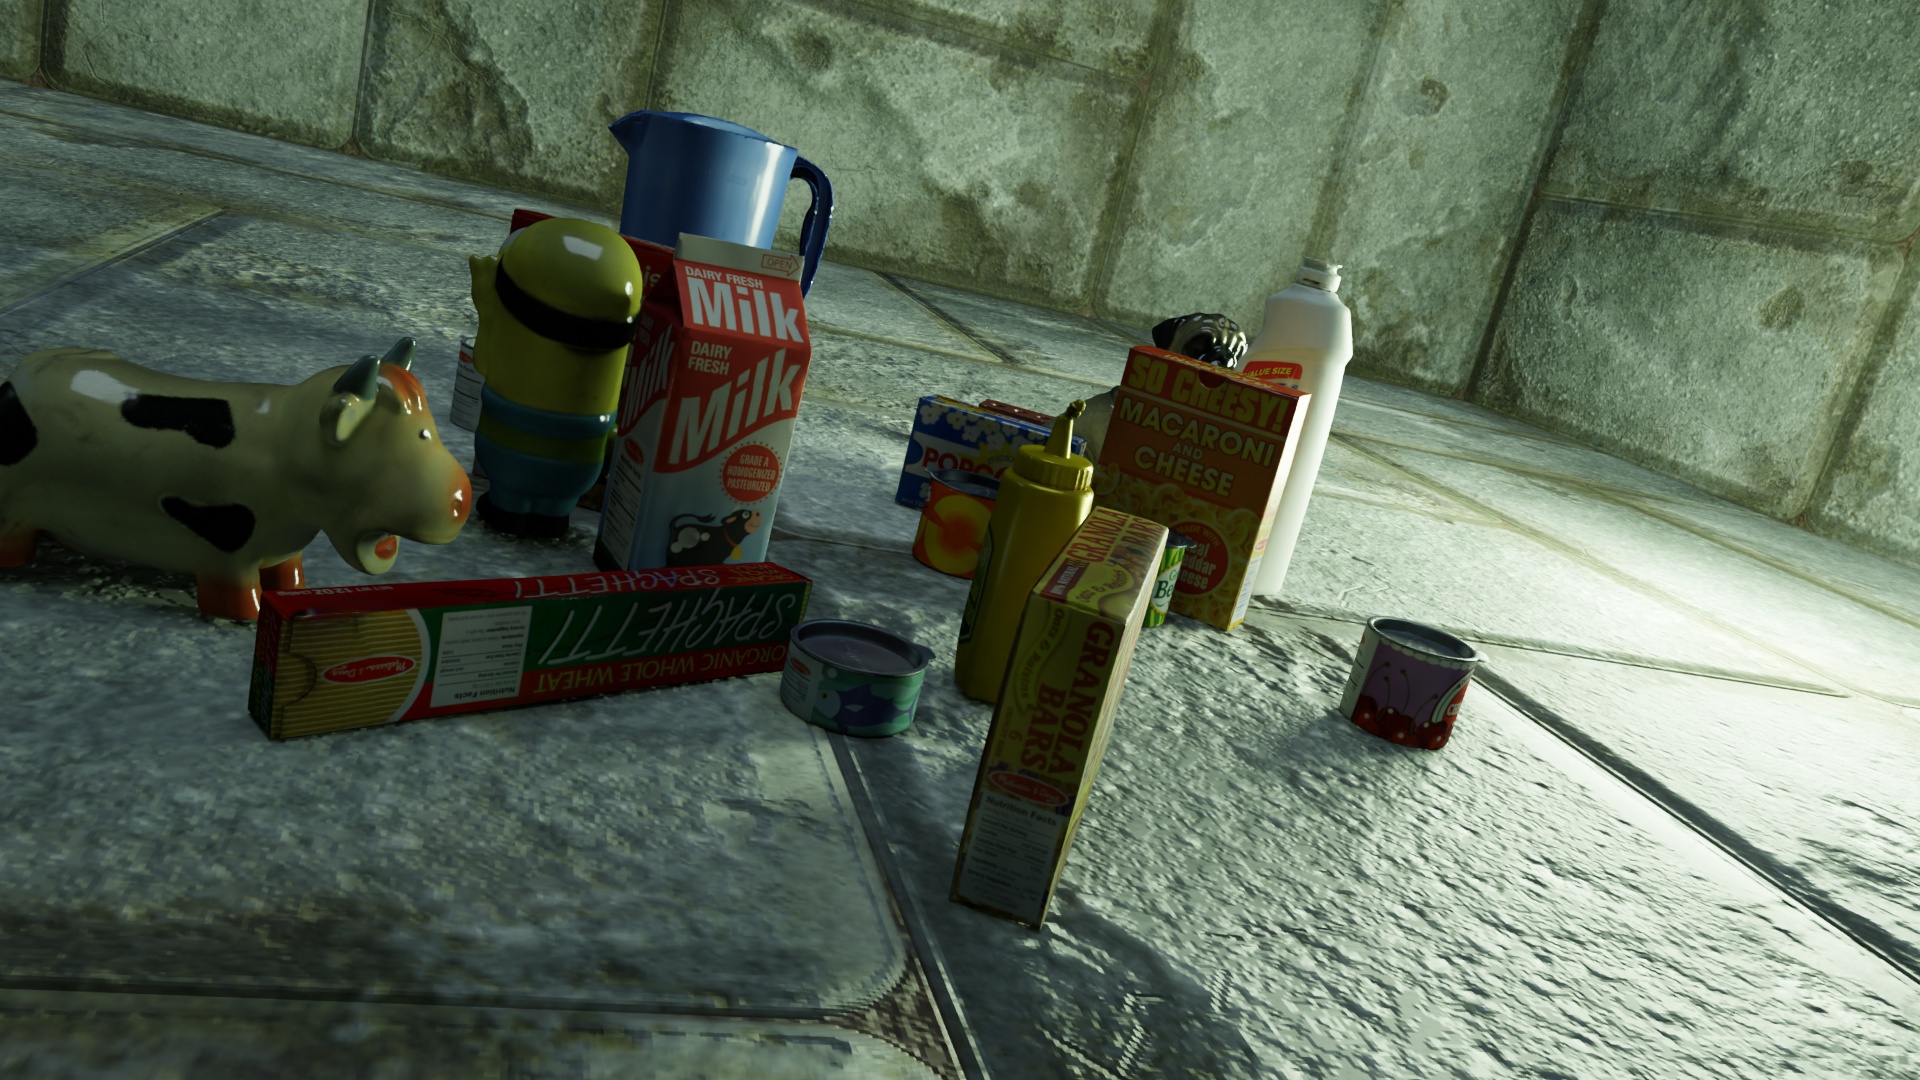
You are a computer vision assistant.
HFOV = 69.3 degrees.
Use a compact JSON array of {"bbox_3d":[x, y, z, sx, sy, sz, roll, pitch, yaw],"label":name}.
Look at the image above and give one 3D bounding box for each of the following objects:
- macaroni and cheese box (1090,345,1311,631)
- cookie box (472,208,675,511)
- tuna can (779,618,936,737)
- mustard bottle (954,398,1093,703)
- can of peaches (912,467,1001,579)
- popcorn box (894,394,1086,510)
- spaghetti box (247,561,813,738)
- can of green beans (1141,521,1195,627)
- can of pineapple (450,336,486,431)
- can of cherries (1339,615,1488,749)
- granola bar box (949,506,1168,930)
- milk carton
[{"bbox_3d":[0.156,-0.038,0.955,0.124,0.166,0.040,20,16,23],"label":"macaroni and cheese box"},{"bbox_3d":[-0.225,-0.106,0.854,0.123,0.167,0.040,16,14,8],"label":"cookie box"},{"bbox_3d":[-0.048,0.064,0.655,0.071,0.032,0.071,13,15,-3],"label":"tuna can"},{"bbox_3d":[0.036,0.003,0.709,0.049,0.159,0.065,13,14,-6],"label":"mustard bottle"},{"bbox_3d":[0.003,-0.012,0.931,0.071,0.058,0.071,13,15,-3],"label":"can of peaches"},{"bbox_3d":[0.023,-0.052,1.045,0.127,0.085,0.038,18,15,14],"label":"popcorn box"},{"bbox_3d":[-0.169,0.041,0.595,0.029,0.050,0.251,26,19,38],"label":"spaghetti box"},{"bbox_3d":[0.111,0.019,0.918,0.071,0.057,0.071,13,15,-3],"label":"can of green beans"},{"bbox_3d":[-0.322,-0.109,0.986,0.071,0.057,0.071,13,15,-3],"label":"can of pineapple"},{"bbox_3d":[0.267,0.084,0.822,0.071,0.058,0.072,13,15,-3],"label":"can of cherries"},{"bbox_3d":[0.044,0.063,0.569,0.039,0.123,0.166,17,15,9],"label":"granola bar box"},{"bbox_3d":[-0.134,-0.063,0.734,0.072,0.190,0.073,5,17,-31],"label":"milk carton"}]
